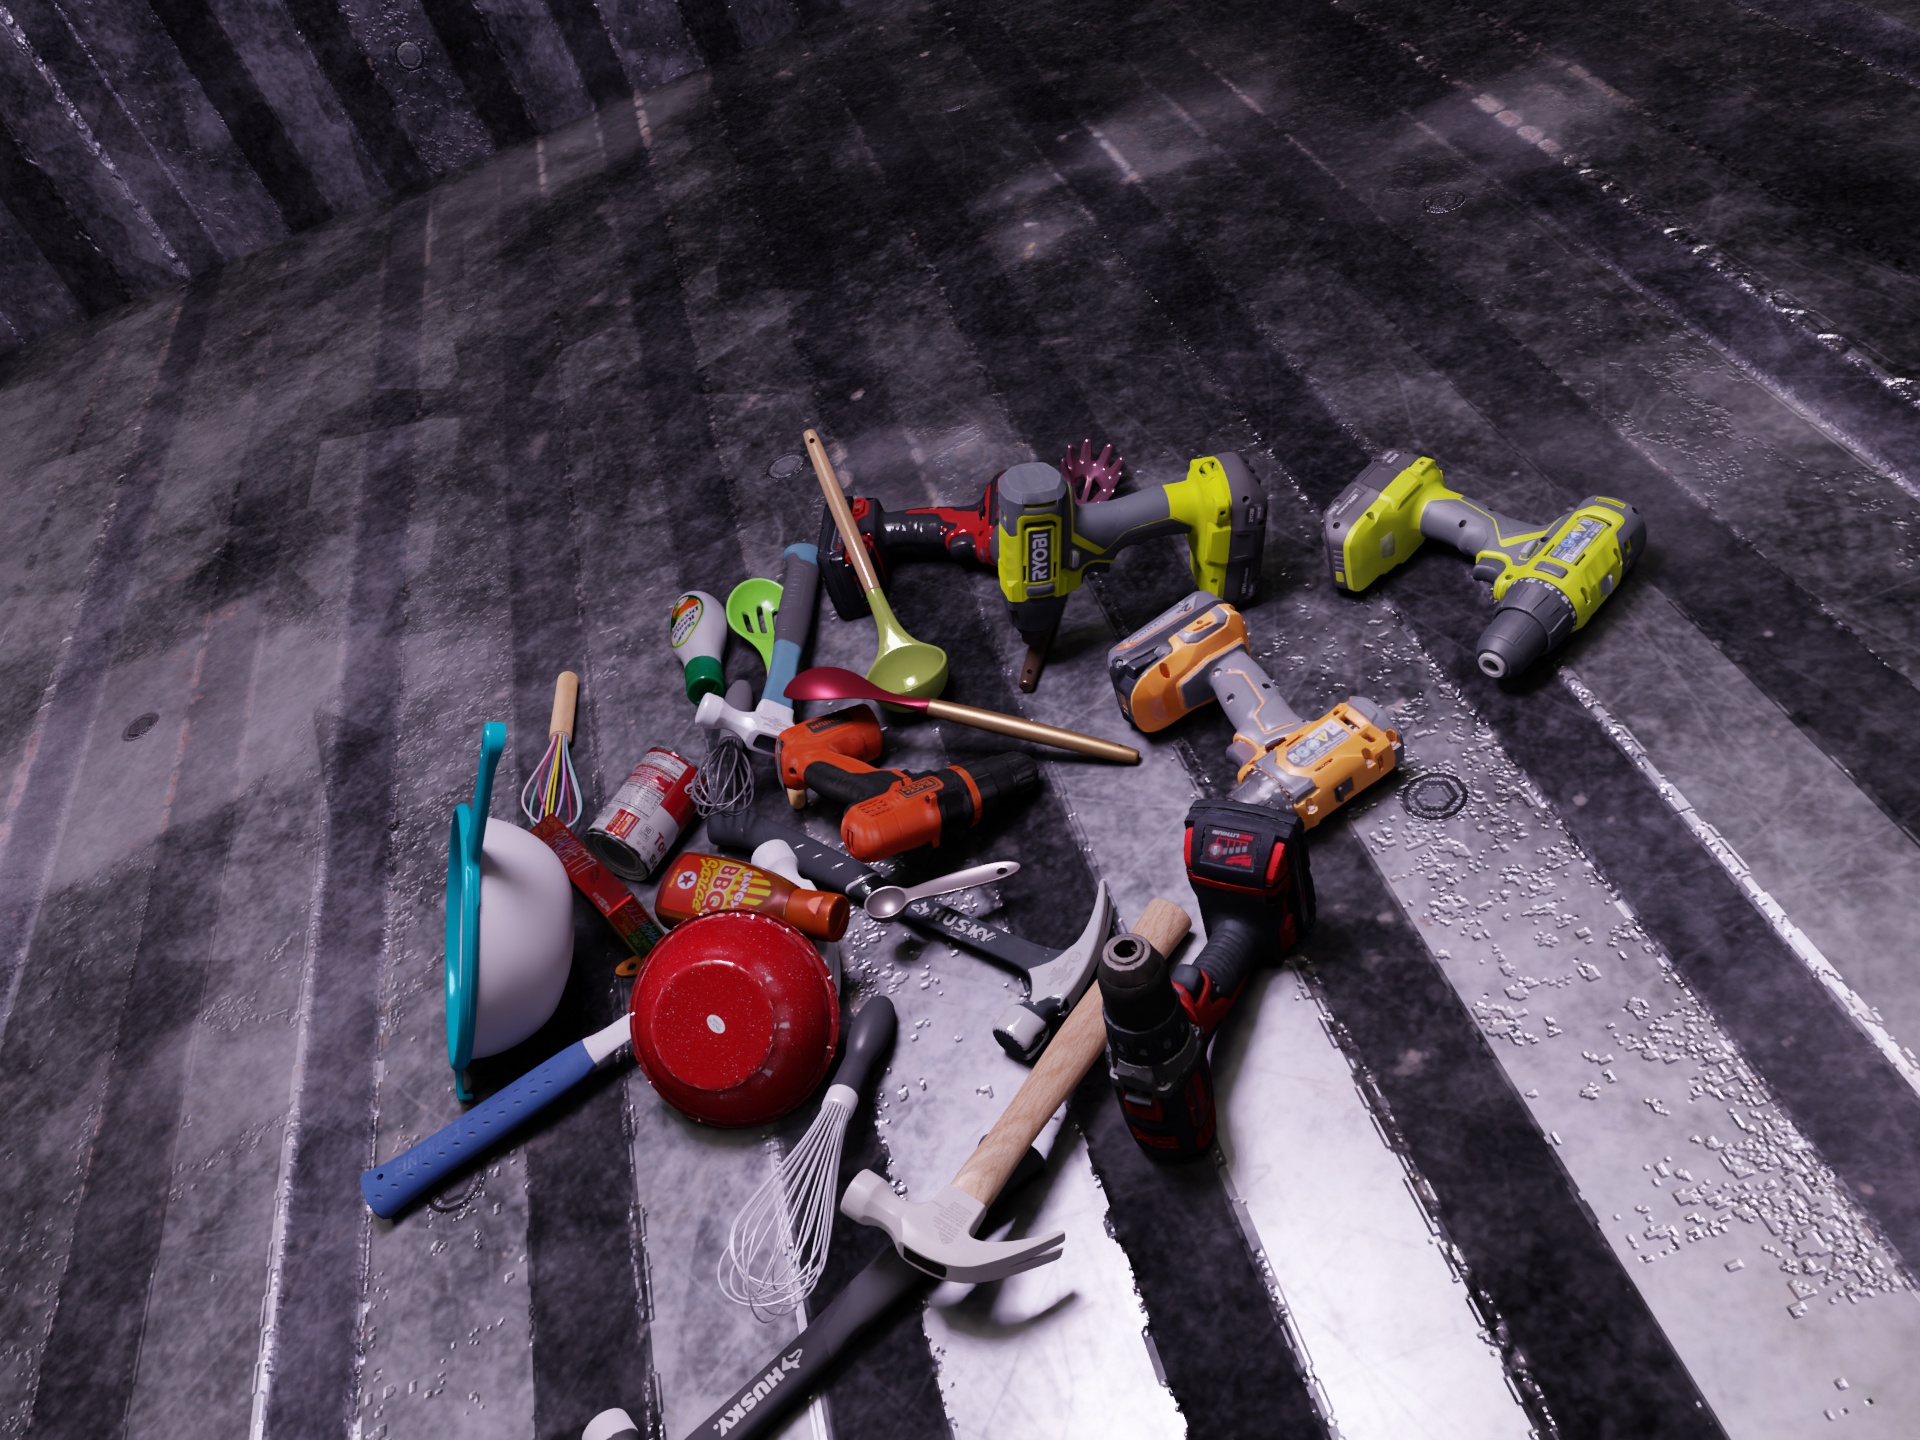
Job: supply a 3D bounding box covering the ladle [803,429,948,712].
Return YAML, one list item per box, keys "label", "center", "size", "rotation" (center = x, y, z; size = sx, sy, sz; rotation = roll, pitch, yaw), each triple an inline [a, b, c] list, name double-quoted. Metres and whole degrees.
- label: "ladle"
  center: [-0.092, -0.147, 1.477]
  size: [0.078, 0.062, 0.320]
  rotation: [-22, 68, -1]

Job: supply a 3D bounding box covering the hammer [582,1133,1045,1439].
- label: "hammer"
  center: [-0.073, 0.388, 1.012]
  size: [0.335, 0.035, 0.146]
  rotation: [-40, 43, -19]

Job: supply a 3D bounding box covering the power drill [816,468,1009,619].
- label: "power drill"
  center: [-0.023, -0.173, 1.554]
  size: [0.219, 0.078, 0.143]
  rotation: [-9, 43, 11]

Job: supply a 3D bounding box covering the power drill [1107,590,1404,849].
- label: "power drill"
  center: [0.207, 0.012, 1.256]
  size: [0.185, 0.084, 0.226]
  rotation: [-34, 47, -11]

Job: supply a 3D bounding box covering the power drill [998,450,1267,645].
- label: "power drill"
  center: [0.144, -0.149, 1.382]
  size: [0.223, 0.171, 0.080]
  rotation: [-8, 41, -7]

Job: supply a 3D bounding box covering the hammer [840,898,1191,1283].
- label: "hammer"
  center: [0.068, 0.238, 1.073]
  size: [0.130, 0.031, 0.331]
  rotation: [26, 49, 22]

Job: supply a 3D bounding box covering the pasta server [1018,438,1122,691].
- label: "pasta server"
  center: [0.097, -0.150, 1.503]
  size: [0.060, 0.040, 0.316]
  rotation: [14, 51, 6]

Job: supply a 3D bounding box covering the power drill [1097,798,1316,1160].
- label: "power drill"
  center: [0.156, 0.152, 1.049]
  size: [0.080, 0.187, 0.227]
  rotation: [9, 46, 30]

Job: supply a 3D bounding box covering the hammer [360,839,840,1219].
- label: "hammer"
  center: [-0.274, 0.253, 1.223]
  size: [0.405, 0.035, 0.144]
  rotation: [-34, 51, -7]

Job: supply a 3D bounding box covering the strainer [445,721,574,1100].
- label: "strainer"
  center: [-0.342, 0.127, 1.235]
  size: [0.095, 0.340, 0.211]
  rotation: [2, 44, -22]

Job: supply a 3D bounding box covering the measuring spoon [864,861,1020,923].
- label: "measuring spoon"
  center: [-0.013, 0.133, 1.222]
  size: [0.124, 0.018, 0.034]
  rotation: [-15, 35, -3]

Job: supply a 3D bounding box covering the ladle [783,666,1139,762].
- label: "ladle"
  center: [-0.002, -0.004, 1.349]
  size: [0.315, 0.031, 0.069]
  rotation: [13, 19, 14]

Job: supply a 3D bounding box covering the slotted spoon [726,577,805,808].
- label: "slotted spoon"
  center: [-0.174, -0.029, 1.502]
  size: [0.070, 0.031, 0.314]
  rotation: [-6, 42, -11]

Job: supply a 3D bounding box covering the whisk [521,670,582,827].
- label: "whisk"
  center: [-0.384, 0.028, 1.525]
  size: [0.051, 0.047, 0.245]
  rotation: [-19, 38, 7]

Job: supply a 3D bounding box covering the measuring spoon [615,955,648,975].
- label: "measuring spoon"
  center: [-0.230, 0.193, 1.309]
  size: [0.117, 0.011, 0.021]
  rotation: [-18, 43, 11]

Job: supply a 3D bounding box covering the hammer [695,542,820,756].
- label: "hammer"
  center: [-0.163, -0.076, 1.504]
  size: [0.128, 0.033, 0.331]
  rotation: [23, 33, -14]

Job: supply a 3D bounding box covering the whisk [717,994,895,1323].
- label: "whisk"
  center: [-0.093, 0.284, 1.086]
  size: [0.070, 0.070, 0.285]
  rotation: [-5, 30, 19]

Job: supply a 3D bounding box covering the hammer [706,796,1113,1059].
- label: "hammer"
  center: [-0.060, 0.133, 1.275]
  size: [0.409, 0.036, 0.149]
  rotation: [19, 55, 38]

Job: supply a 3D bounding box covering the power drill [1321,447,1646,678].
- label: "power drill"
  center: [0.417, -0.131, 1.313]
  size: [0.229, 0.080, 0.190]
  rotation: [28, 61, 38]

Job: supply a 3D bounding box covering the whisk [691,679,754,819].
- label: "whisk"
  center: [-0.205, 0.019, 1.425]
  size: [0.055, 0.055, 0.239]
  rotation: [-17, 27, 6]
